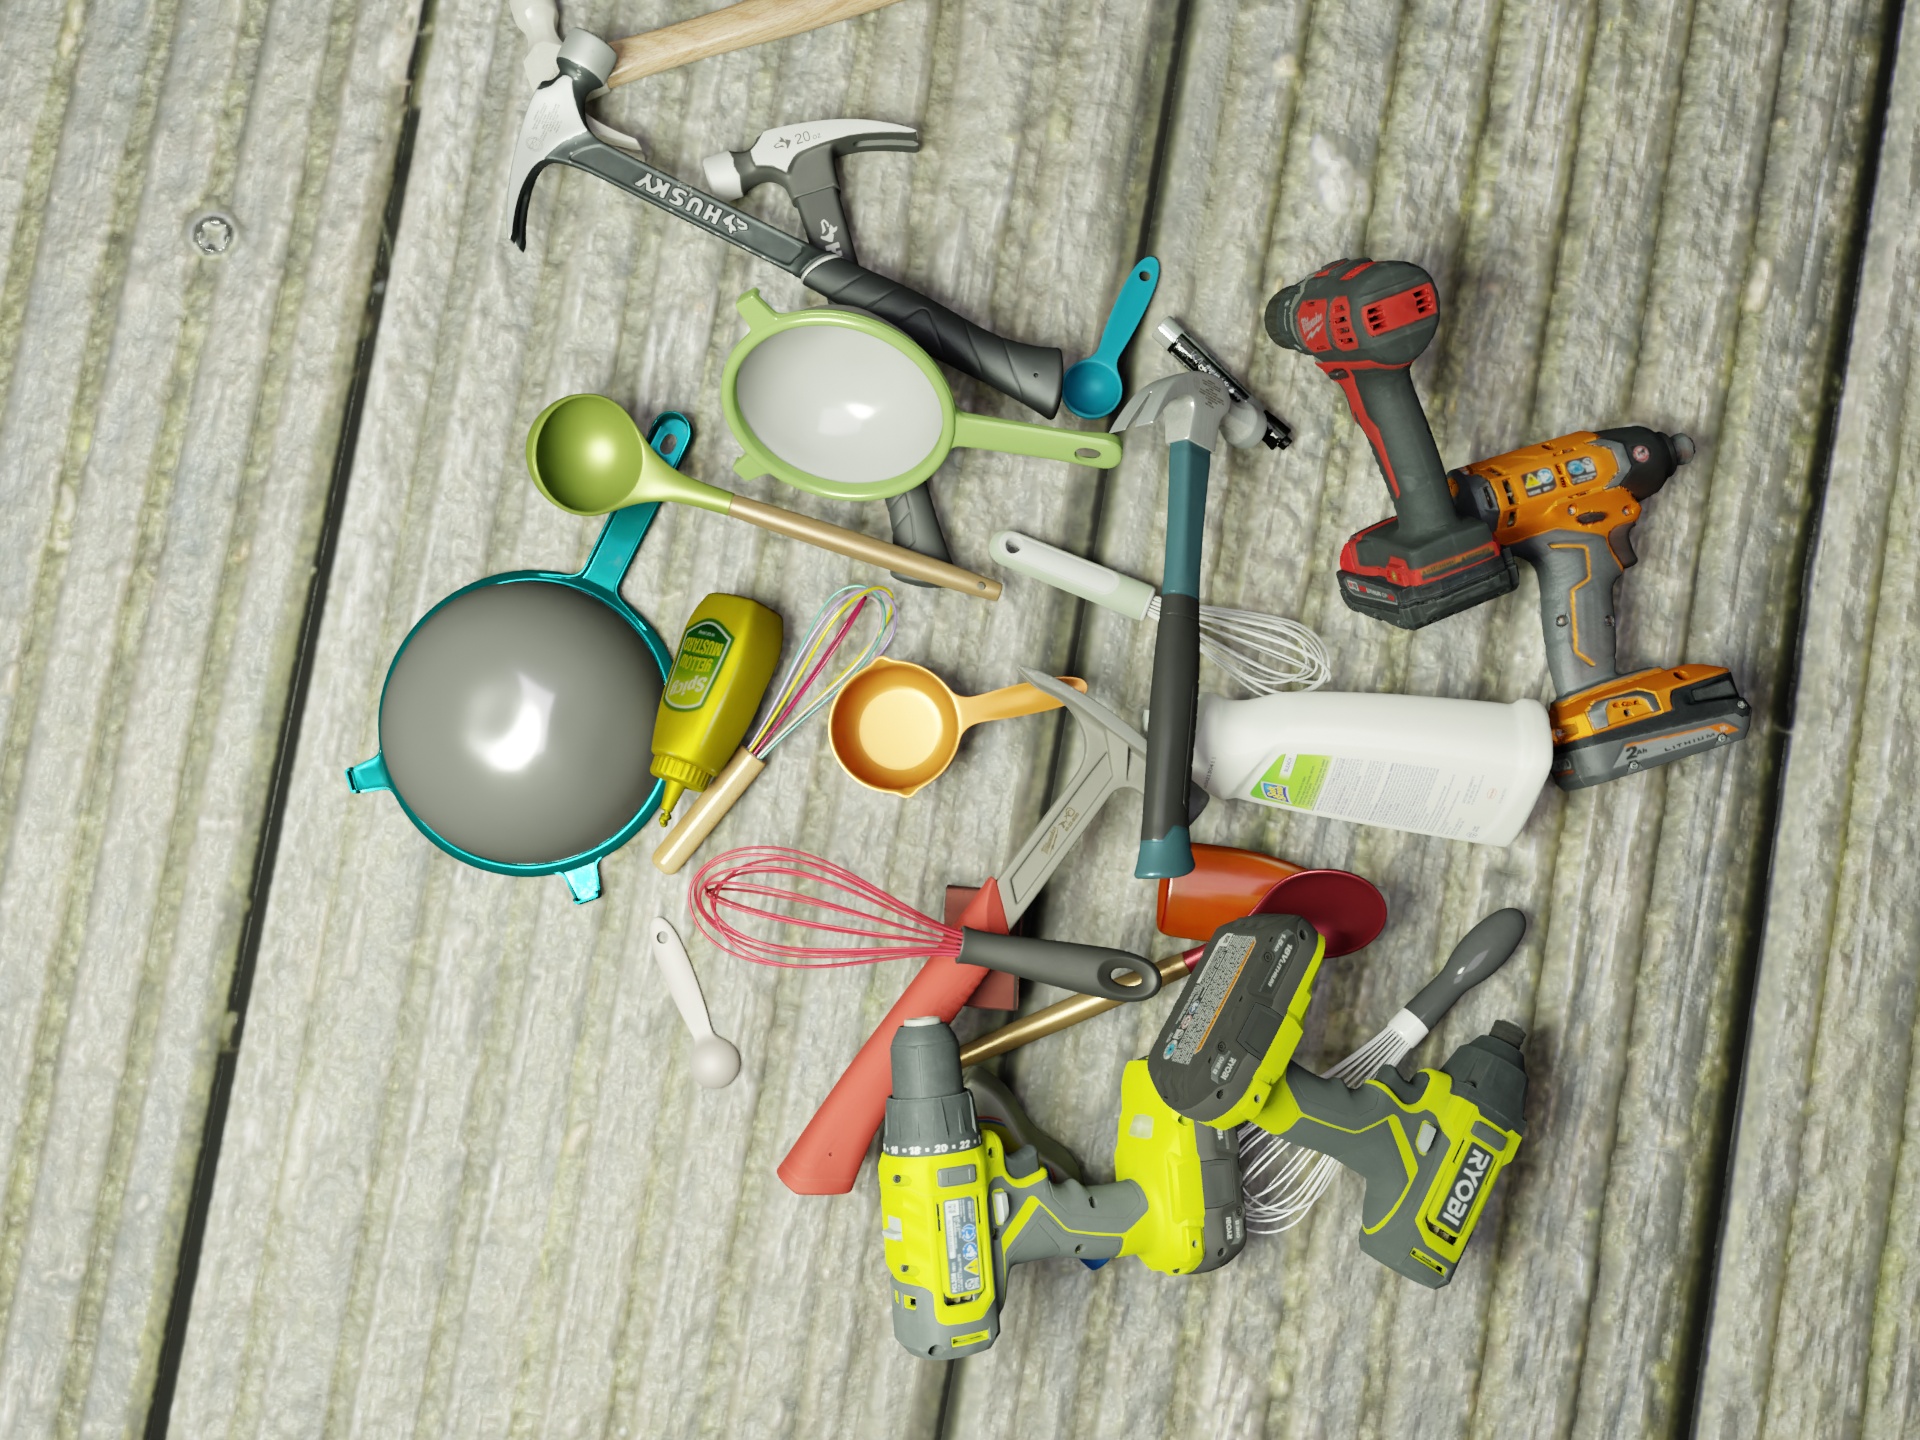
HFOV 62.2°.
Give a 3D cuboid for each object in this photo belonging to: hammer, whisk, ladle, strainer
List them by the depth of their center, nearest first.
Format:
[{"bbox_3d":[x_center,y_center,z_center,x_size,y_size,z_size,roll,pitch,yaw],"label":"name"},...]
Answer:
[{"bbox_3d":[-0.019,0.132,0.968,0.295,0.073,0.073,12,87,-6],"label":"whisk"},{"bbox_3d":[0.139,-0.063,0.999,0.033,0.128,0.331,-6,73,44],"label":"hammer"},{"bbox_3d":[-0.004,0.143,1.011,0.149,0.036,0.359,37,86,2],"label":"hammer"},{"bbox_3d":[-0.021,-0.208,1.019,0.256,0.151,0.069,9,52,-1],"label":"strainer"},{"bbox_3d":[-0.124,-0.133,1.034,0.320,0.062,0.078,18,90,-4],"label":"ladle"},{"bbox_3d":[0.125,0.170,1.040,0.315,0.031,0.069,-25,110,12],"label":"ladle"},{"bbox_3d":[0.273,0.226,1.049,0.284,0.070,0.070,-43,87,-7],"label":"whisk"},{"bbox_3d":[-0.267,-0.058,1.052,0.211,0.095,0.340,26,89,3],"label":"strainer"},{"bbox_3d":[-0.113,-0.305,1.058,0.409,0.036,0.149,28,90,3],"label":"hammer"},{"bbox_3d":[0.133,-0.075,1.070,0.246,0.059,0.058,23,76,7],"label":"whisk"},{"bbox_3d":[-0.128,0.004,1.073,0.051,0.047,0.245,39,92,2],"label":"whisk"},{"bbox_3d":[-0.060,-0.250,1.088,0.146,0.035,0.335,-17,87,1],"label":"hammer"},{"bbox_3d":[-0.138,-0.484,1.104,0.331,0.031,0.130,-17,86,0],"label":"hammer"}]

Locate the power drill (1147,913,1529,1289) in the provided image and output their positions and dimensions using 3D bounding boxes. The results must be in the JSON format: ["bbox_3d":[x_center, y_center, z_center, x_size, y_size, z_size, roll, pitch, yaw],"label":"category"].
[{"bbox_3d":[0.243,0.220,0.979,0.223,0.080,0.171,34,75,-12],"label":"power drill"}]

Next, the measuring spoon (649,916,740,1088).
[{"bbox_3d":[-0.185,0.191,1.075,0.034,0.018,0.124,-23,86,0],"label":"measuring spoon"}]

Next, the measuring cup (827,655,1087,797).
[{"bbox_3d":[-0.002,-0.003,1.066,0.173,0.052,0.095,-12,87,-1],"label":"measuring cup"}]

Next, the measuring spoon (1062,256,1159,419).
[{"bbox_3d":[0.107,-0.262,1.098,0.042,0.021,0.129,25,79,3],"label":"measuring spoon"}]

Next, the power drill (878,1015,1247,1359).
[{"bbox_3d":[0.056,0.271,0.978,0.228,0.080,0.190,-1,83,-27],"label":"power drill"}]

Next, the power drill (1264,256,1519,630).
[{"bbox_3d":[0.265,-0.185,1.028,0.080,0.188,0.226,-22,105,-5],"label":"power drill"}]

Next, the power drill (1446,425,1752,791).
[{"bbox_3d":[0.432,-0.082,1.048,0.164,0.084,0.226,-17,83,0],"label":"power drill"}]
